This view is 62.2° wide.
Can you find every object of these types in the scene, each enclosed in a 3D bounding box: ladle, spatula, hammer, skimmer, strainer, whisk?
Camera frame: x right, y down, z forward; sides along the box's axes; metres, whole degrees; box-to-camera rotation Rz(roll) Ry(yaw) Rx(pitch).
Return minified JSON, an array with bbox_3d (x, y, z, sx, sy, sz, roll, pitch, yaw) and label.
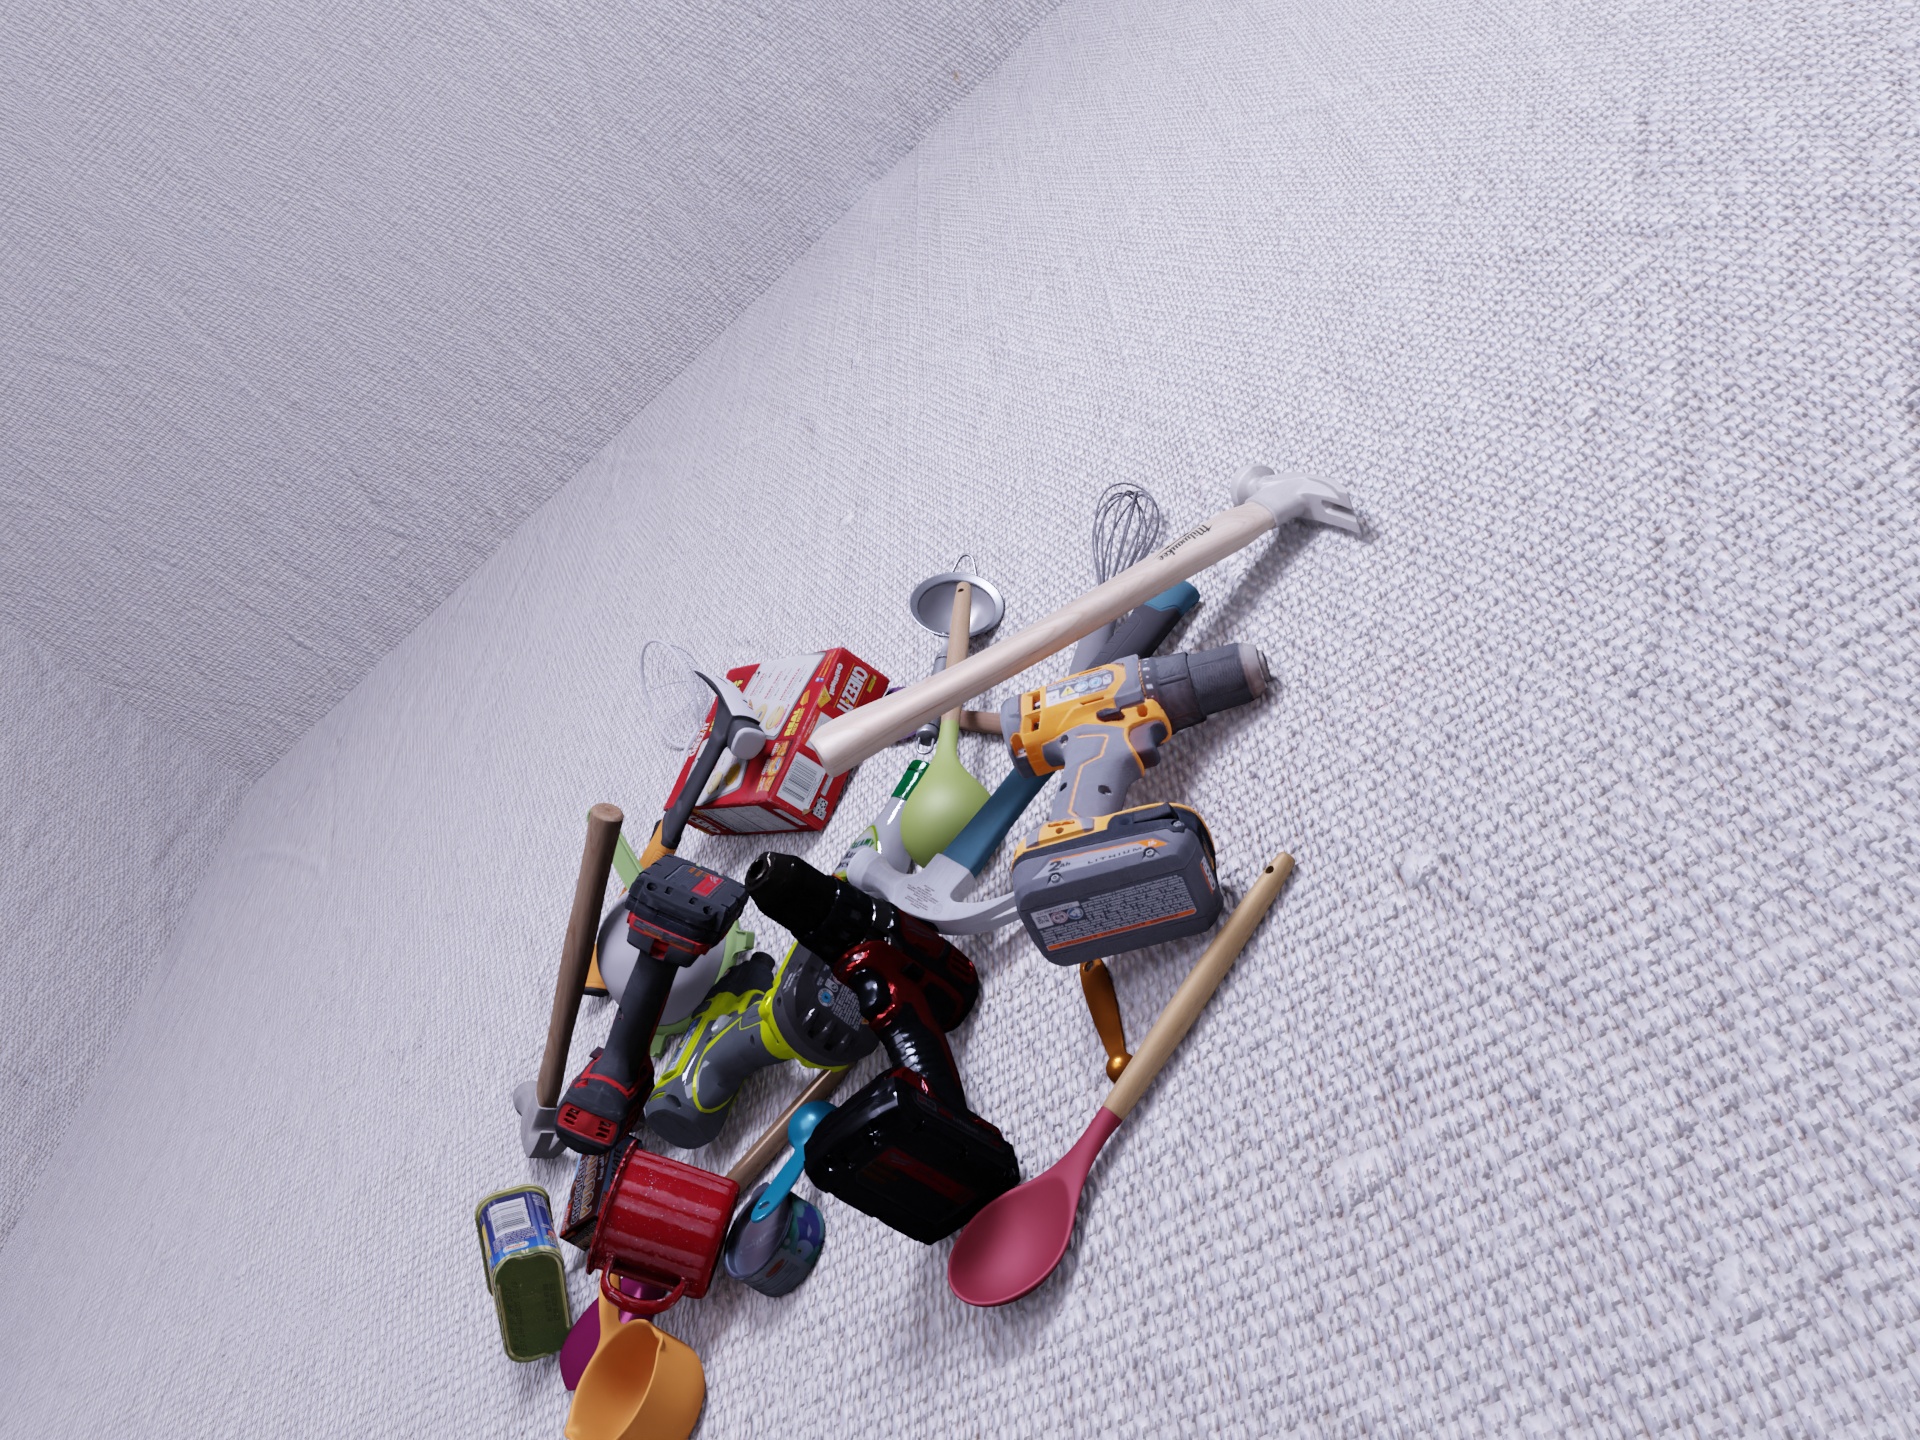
[{"bbox_3d":[0.101,0.203,0.913,0.315,0.031,0.069,-53,36,-11],"label":"ladle"},{"bbox_3d":[-0.002,0.001,1.345,0.316,0.018,0.060,6,63,60],"label":"spatula"},{"bbox_3d":[-0.336,0.229,1.374,0.130,0.031,0.331,43,122,59],"label":"hammer"},{"bbox_3d":[-0.332,0.060,1.691,0.364,0.090,0.127,-85,11,-46],"label":"skimmer"},{"bbox_3d":[-0.014,-0.054,1.389,0.259,0.087,0.050,-77,-7,-49],"label":"strainer"},{"bbox_3d":[-0.293,0.160,1.406,0.151,0.069,0.257,-49,53,14],"label":"strainer"},{"bbox_3d":[0.115,-0.098,1.268,0.055,0.055,0.239,-21,42,44],"label":"whisk"},{"bbox_3d":[0.084,-0.069,1.120,0.410,0.038,0.146,-29,22,-9],"label":"hammer"},{"bbox_3d":[-0.002,-0.004,1.292,0.078,0.062,0.320,-15,38,17],"label":"ladle"},{"bbox_3d":[0.066,0.018,1.157,0.128,0.033,0.331,28,69,30],"label":"hammer"},{"bbox_3d":[-0.283,0.117,1.492,0.336,0.034,0.127,-61,37,17],"label":"hammer"}]

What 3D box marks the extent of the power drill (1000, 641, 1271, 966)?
[{"bbox_3d":[0.118,0.038,1.027,0.185,0.084,0.226,-17,36,14],"label":"power drill"}]

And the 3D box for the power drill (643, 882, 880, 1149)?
[{"bbox_3d":[-0.136,0.214,1.190,0.223,0.080,0.171,-35,21,42],"label":"power drill"}]

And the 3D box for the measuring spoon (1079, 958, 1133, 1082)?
[{"bbox_3d":[0.087,0.179,0.981,0.021,0.011,0.117,-41,28,16],"label":"measuring spoon"}]

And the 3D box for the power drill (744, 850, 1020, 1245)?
[{"bbox_3d":[-0.055,0.191,0.995,0.080,0.187,0.227,-40,32,19],"label":"power drill"}]

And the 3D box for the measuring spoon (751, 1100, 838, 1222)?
[{"bbox_3d":[-0.116,0.293,1.073,0.042,0.021,0.129,-20,12,22],"label":"measuring spoon"}]

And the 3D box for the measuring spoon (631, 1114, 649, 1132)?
[{"bbox_3d":[-0.238,0.328,1.284,0.124,0.018,0.034,-3,41,47],"label":"measuring spoon"}]

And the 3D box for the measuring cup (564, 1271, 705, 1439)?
[{"bbox_3d":[-0.217,0.428,1.075,0.095,0.052,0.174,-46,25,7],"label":"measuring cup"}]

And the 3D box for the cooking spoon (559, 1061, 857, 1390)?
[{"bbox_3d":[-0.184,0.357,1.151,0.319,0.017,0.069,-48,33,1],"label":"cooking spoon"}]

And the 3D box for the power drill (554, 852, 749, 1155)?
[{"bbox_3d":[-0.248,0.225,1.266,0.143,0.078,0.219,-57,-11,-84],"label":"power drill"}]
